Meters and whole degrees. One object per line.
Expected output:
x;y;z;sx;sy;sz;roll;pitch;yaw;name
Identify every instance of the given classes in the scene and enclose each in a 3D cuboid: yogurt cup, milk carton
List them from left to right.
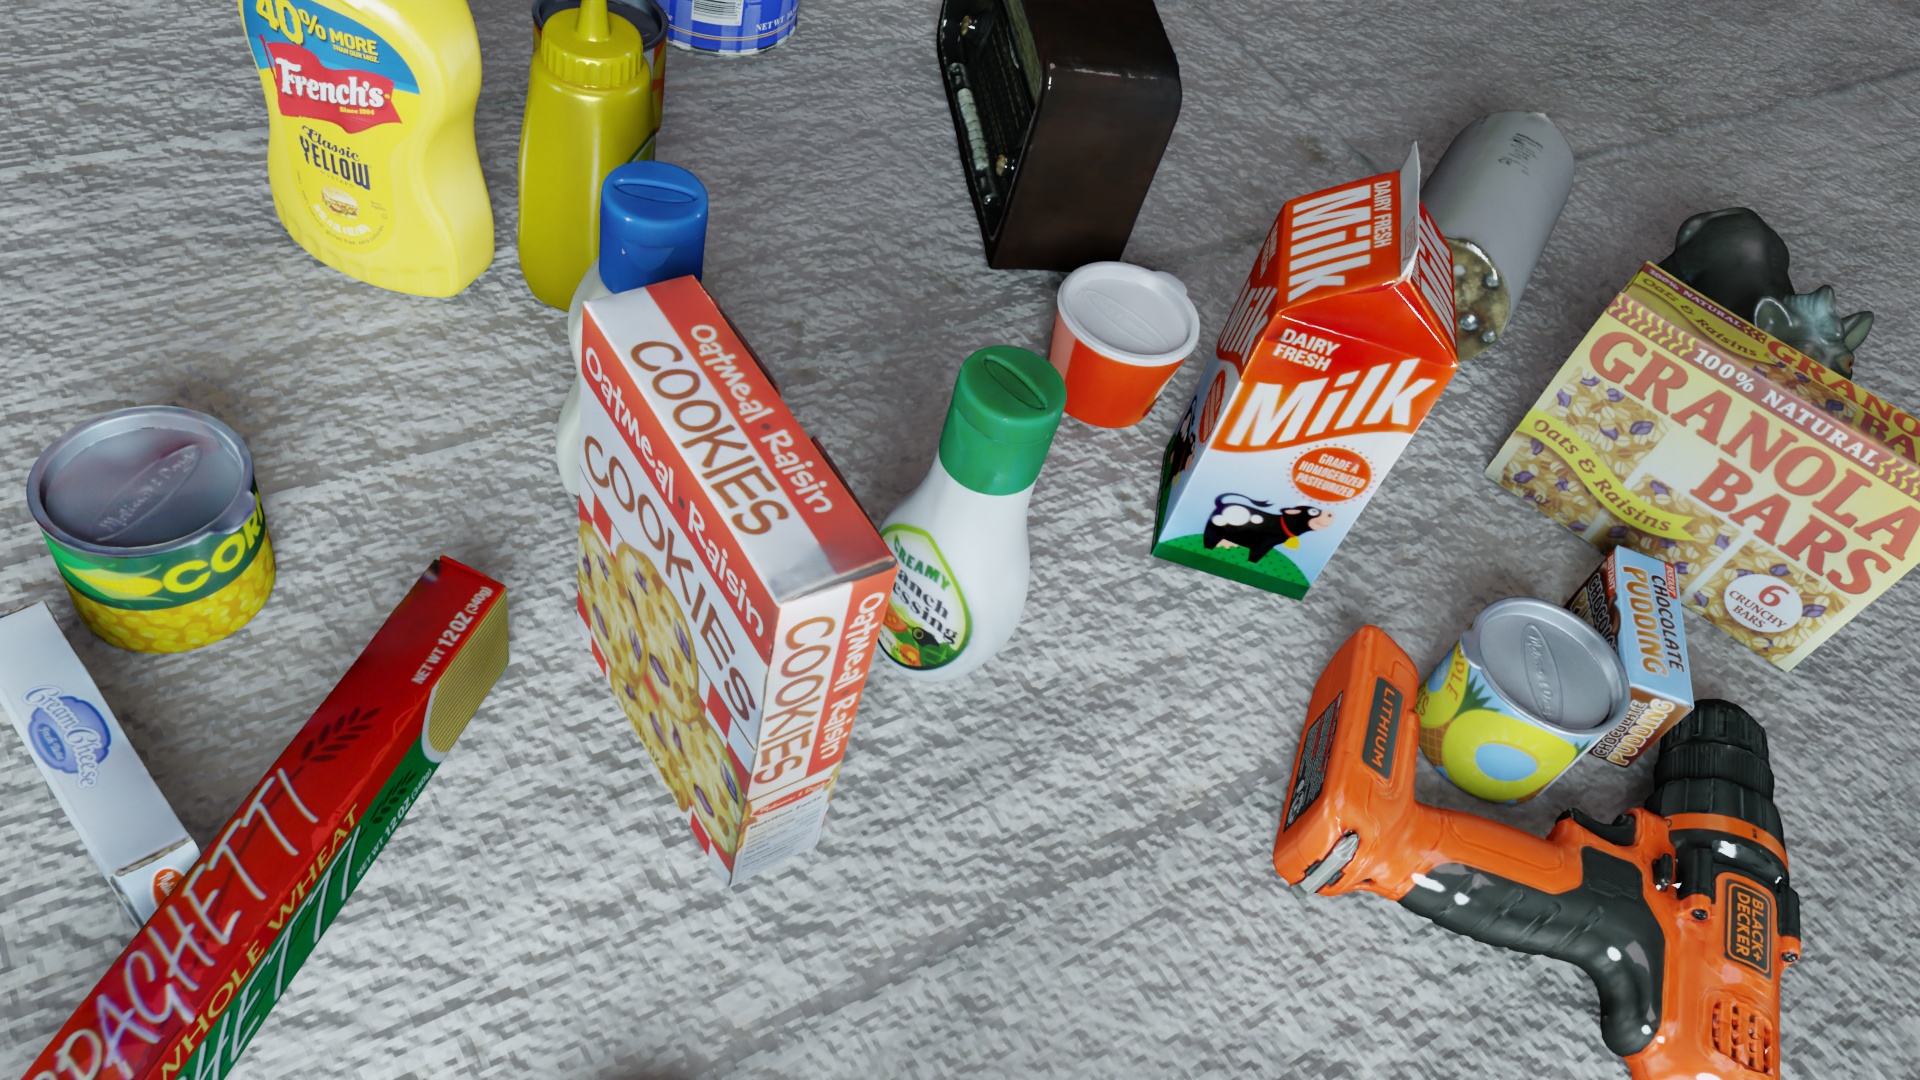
0.073;-0.090;0.657;0.072;0.053;0.073;8;49;-9;yogurt cup
0.143;-0.066;0.566;0.073;0.189;0.073;16;49;-2;milk carton

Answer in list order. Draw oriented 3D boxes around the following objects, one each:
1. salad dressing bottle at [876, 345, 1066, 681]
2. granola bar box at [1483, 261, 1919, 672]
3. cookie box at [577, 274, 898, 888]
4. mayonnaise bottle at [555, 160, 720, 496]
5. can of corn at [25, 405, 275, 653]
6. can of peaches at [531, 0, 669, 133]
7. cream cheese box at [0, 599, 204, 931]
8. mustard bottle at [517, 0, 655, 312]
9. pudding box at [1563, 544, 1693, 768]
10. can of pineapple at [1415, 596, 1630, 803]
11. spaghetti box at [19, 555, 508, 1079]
0.002;-0.006;0.504;0.044;0.146;0.064;-31;65;-34;salad dressing bottle
0.350;-0.033;0.641;0.166;0.123;0.039;37;51;16;granola bar box
-0.080;0.018;0.447;0.040;0.166;0.123;-21;59;-29;cookie box
-0.119;-0.072;0.525;0.065;0.147;0.041;7;50;-10;mayonnaise bottle
-0.275;-0.002;0.481;0.071;0.058;0.071;8;49;-9;can of corn
-0.184;-0.244;0.710;0.071;0.057;0.071;8;49;-9;can of peaches
-0.265;0.072;0.425;0.024;0.053;0.104;-30;64;-34;cream cheese box
-0.157;-0.170;0.588;0.049;0.159;0.066;19;49;0;mustard bottle
0.288;0.049;0.604;0.030;0.049;0.084;20;48;1;pudding box
0.225;0.065;0.567;0.071;0.057;0.071;8;49;-9;can of pineapple
-0.209;0.110;0.411;0.029;0.049;0.251;21;48;2;spaghetti box
